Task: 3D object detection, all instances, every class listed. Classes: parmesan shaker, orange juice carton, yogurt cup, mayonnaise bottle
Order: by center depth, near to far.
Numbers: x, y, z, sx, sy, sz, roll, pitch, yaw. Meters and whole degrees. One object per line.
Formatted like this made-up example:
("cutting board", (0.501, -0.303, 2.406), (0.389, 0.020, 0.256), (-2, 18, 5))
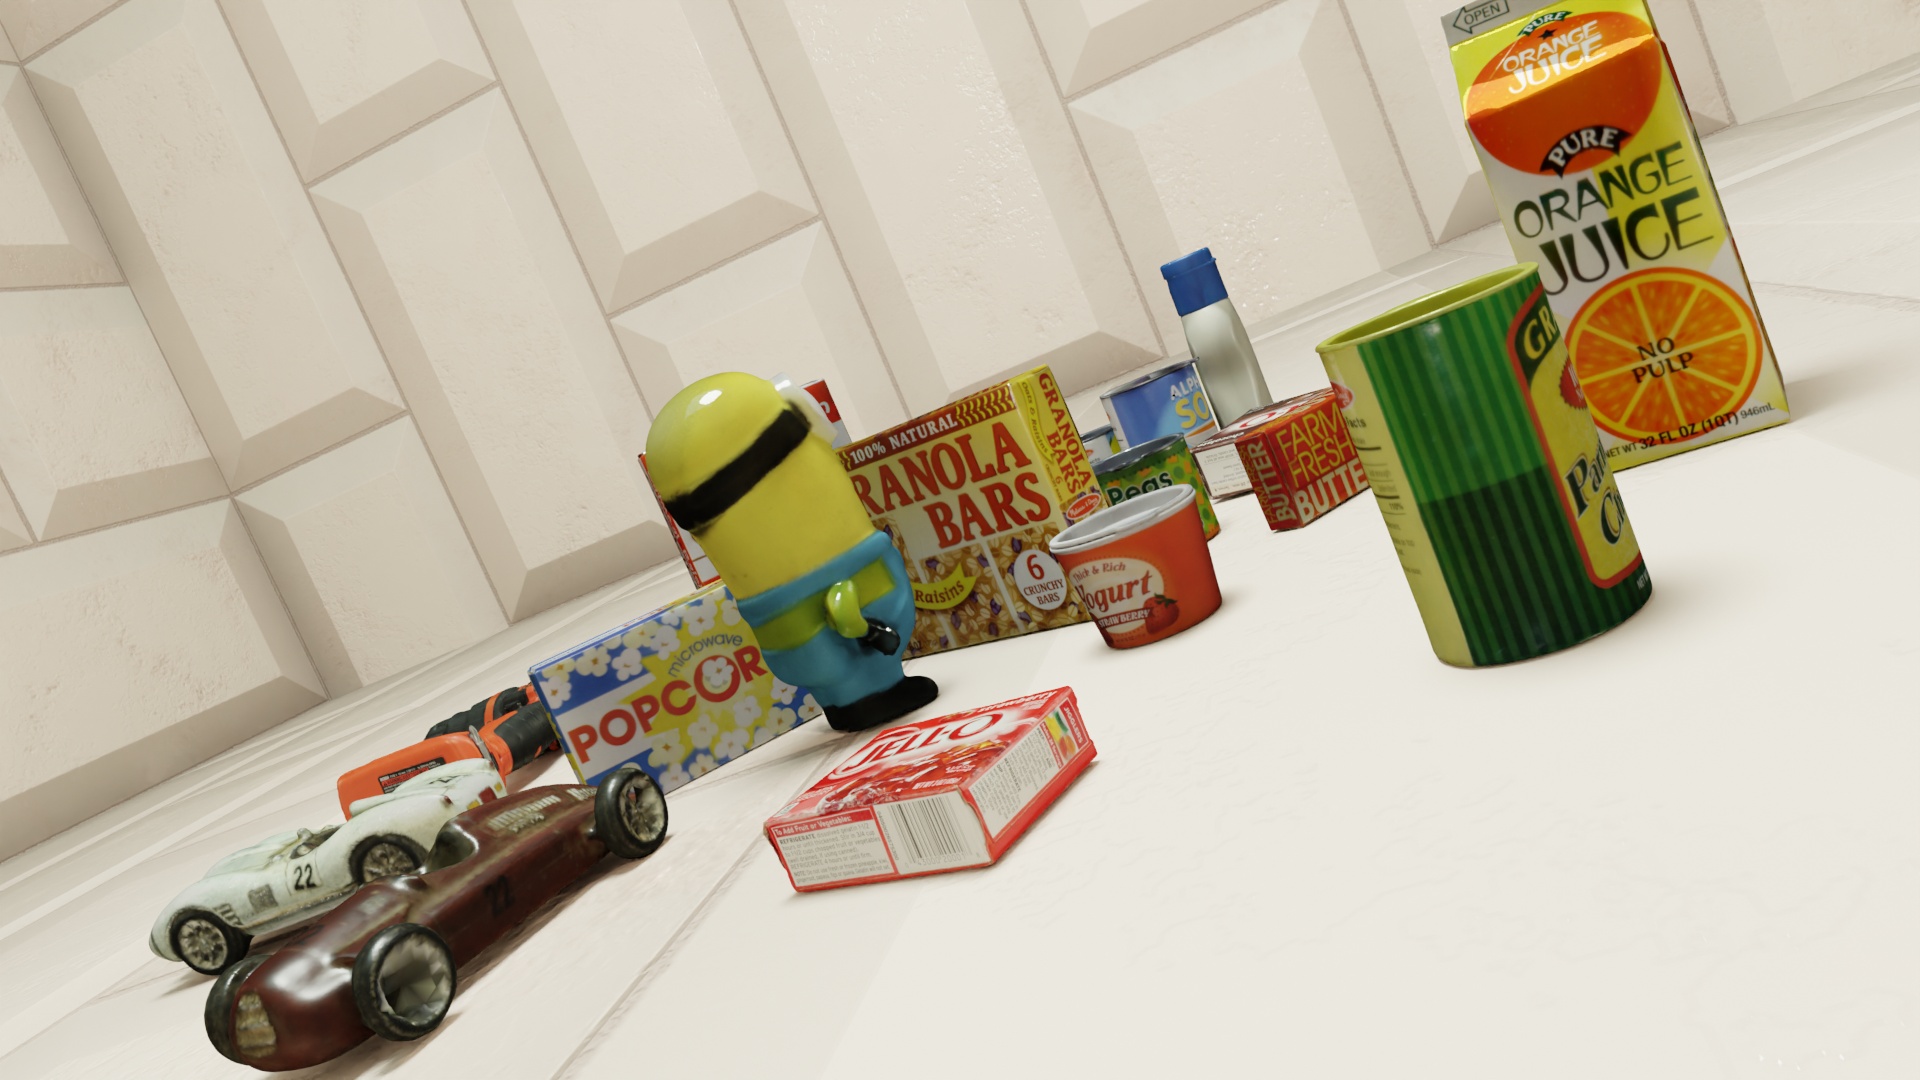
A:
("parmesan shaker", (0.157, -0.023, 0.417), (0.071, 0.103, 0.071), (-23, 6, 3))
("orange juice carton", (0.258, -0.132, 0.551), (0.071, 0.192, 0.073), (-19, 7, 31))
("yogurt cup", (0.080, 0.012, 0.608), (0.072, 0.054, 0.072), (-23, 6, 3))
("mayonnaise bottle", (0.181, -0.127, 0.959), (0.041, 0.148, 0.065), (-21, 7, 20))

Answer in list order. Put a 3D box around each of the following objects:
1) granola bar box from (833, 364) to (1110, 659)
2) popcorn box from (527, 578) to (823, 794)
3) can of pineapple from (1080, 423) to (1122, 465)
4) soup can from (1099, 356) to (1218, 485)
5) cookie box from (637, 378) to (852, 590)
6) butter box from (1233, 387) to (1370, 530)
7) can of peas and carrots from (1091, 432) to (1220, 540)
("granola bar box", (0.003, -0.009, 0.733), (0.165, 0.124, 0.039), (-17, 9, 45))
("popcorn box", (-0.146, 0.078, 0.715), (0.127, 0.085, 0.038), (-26, 7, -22))
("can of pineapple", (0.096, -0.047, 1.004), (0.071, 0.058, 0.071), (-23, 6, 3))
("soup can", (0.142, -0.072, 0.935), (0.071, 0.083, 0.071), (-23, 6, 3))
("cookie box", (-0.111, -0.002, 0.870), (0.123, 0.167, 0.040), (-25, 6, -19))
("butter box", (0.191, -0.048, 0.715), (0.104, 0.053, 0.024), (-27, 7, -30))
("can of peas and carrots", (0.103, -0.021, 0.767), (0.071, 0.058, 0.071), (-23, 6, 3))
